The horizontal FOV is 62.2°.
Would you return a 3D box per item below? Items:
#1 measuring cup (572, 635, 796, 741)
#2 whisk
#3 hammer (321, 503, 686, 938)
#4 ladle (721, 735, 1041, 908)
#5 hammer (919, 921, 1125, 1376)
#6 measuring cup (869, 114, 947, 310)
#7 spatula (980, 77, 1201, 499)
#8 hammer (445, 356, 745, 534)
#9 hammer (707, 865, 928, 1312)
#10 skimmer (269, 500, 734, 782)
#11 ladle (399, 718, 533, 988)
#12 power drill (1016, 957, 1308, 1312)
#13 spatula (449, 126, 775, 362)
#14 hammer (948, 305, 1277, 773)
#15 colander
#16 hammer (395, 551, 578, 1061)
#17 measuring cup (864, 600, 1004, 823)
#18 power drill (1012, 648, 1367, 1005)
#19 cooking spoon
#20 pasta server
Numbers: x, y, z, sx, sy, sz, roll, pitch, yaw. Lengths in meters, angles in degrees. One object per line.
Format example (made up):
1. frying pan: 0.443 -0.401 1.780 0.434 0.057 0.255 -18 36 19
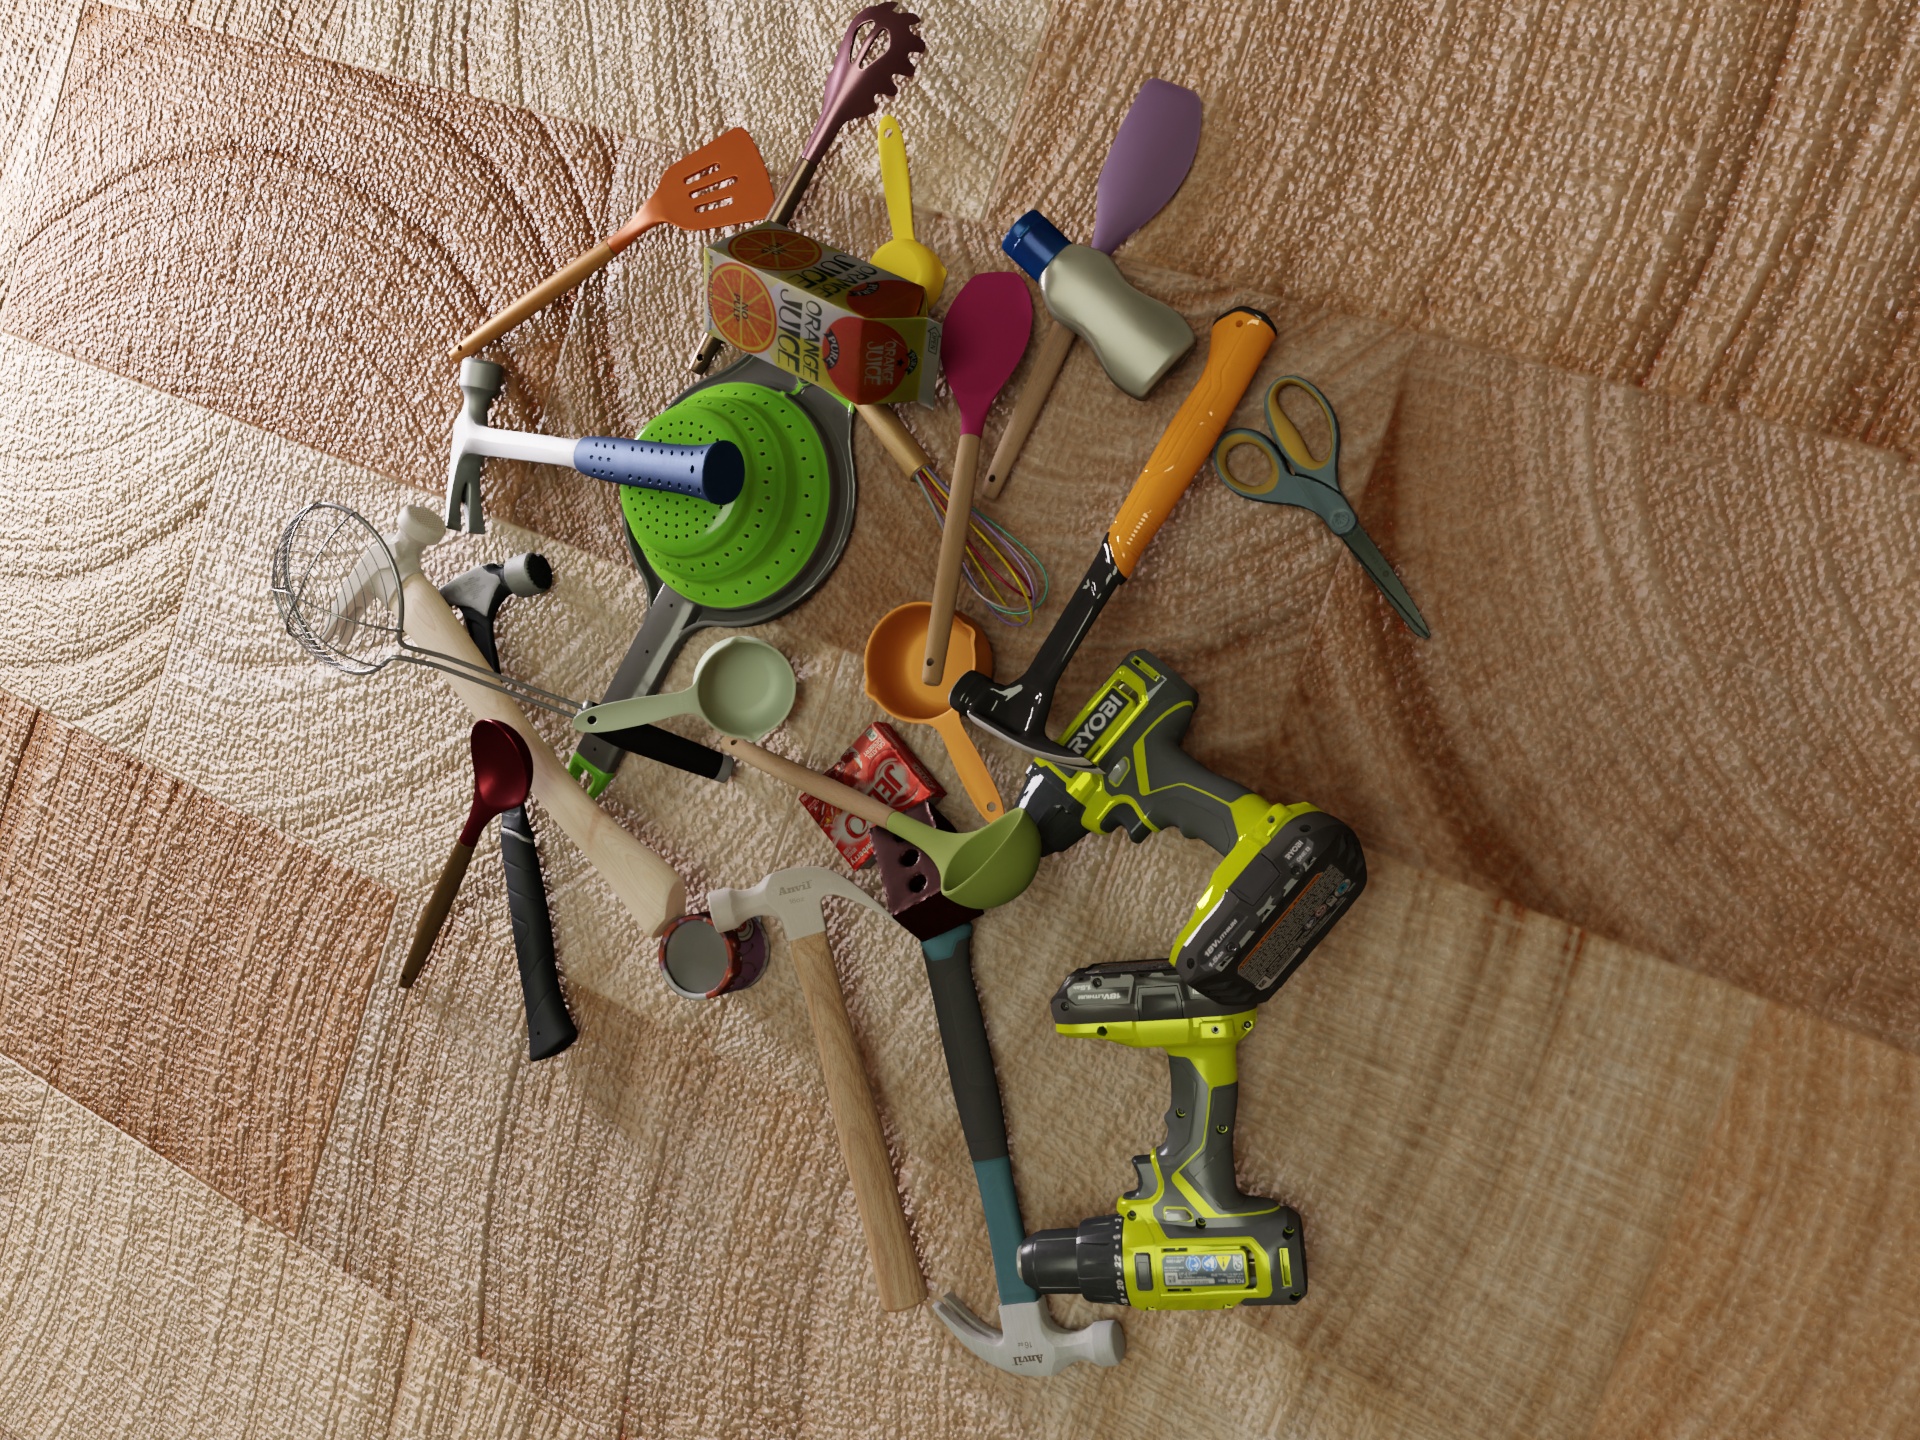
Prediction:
1. measuring cup: -0.209 -0.018 1.200 0.167 0.038 0.083 -12 106 -12
2. whisk: -0.015 -0.168 1.161 0.051 0.047 0.245 -39 73 11
3. hammer: -0.361 0.017 1.268 0.411 0.038 0.146 48 109 17
4. ladle: -0.070 0.055 1.125 0.320 0.062 0.078 22 61 39
5. hammer: 0.020 0.300 1.142 0.128 0.033 0.331 -15 83 21
6. measuring cup: -0.050 -0.379 1.188 0.062 0.029 0.156 -8 88 22
7. spatula: 0.088 -0.303 1.136 0.060 0.018 0.316 28 99 17
8. hammer: -0.289 -0.195 1.199 0.406 0.035 0.144 16 98 47
9. hammer: -0.080 0.267 1.167 0.130 0.031 0.331 -15 89 -5
10. skimmer: -0.337 -0.046 1.198 0.363 0.090 0.127 23 125 -21
11. ladle: -0.403 0.115 1.278 0.069 0.031 0.315 44 124 16
12. power drill: 0.125 0.279 1.065 0.190 0.080 0.228 -6 87 14
13. spatula: -0.295 -0.372 1.297 0.322 0.041 0.081 -25 81 24
14. hammer: 0.122 -0.127 1.069 0.127 0.034 0.337 29 88 38
15. colander: -0.229 -0.106 1.222 0.205 0.094 0.397 34 101 20
16. hammer: -0.374 0.075 1.311 0.149 0.036 0.409 -13 84 23
17. measuring cup: -0.002 -0.004 1.149 0.095 0.052 0.174 -30 80 19
18. power drill: 0.136 0.075 1.036 0.171 0.080 0.223 -50 49 4
19. cooking spoon: 0.003 -0.177 1.130 0.069 0.017 0.319 3 74 20
20. pasta server: -0.127 -0.405 1.223 0.060 0.040 0.316 35 107 7
